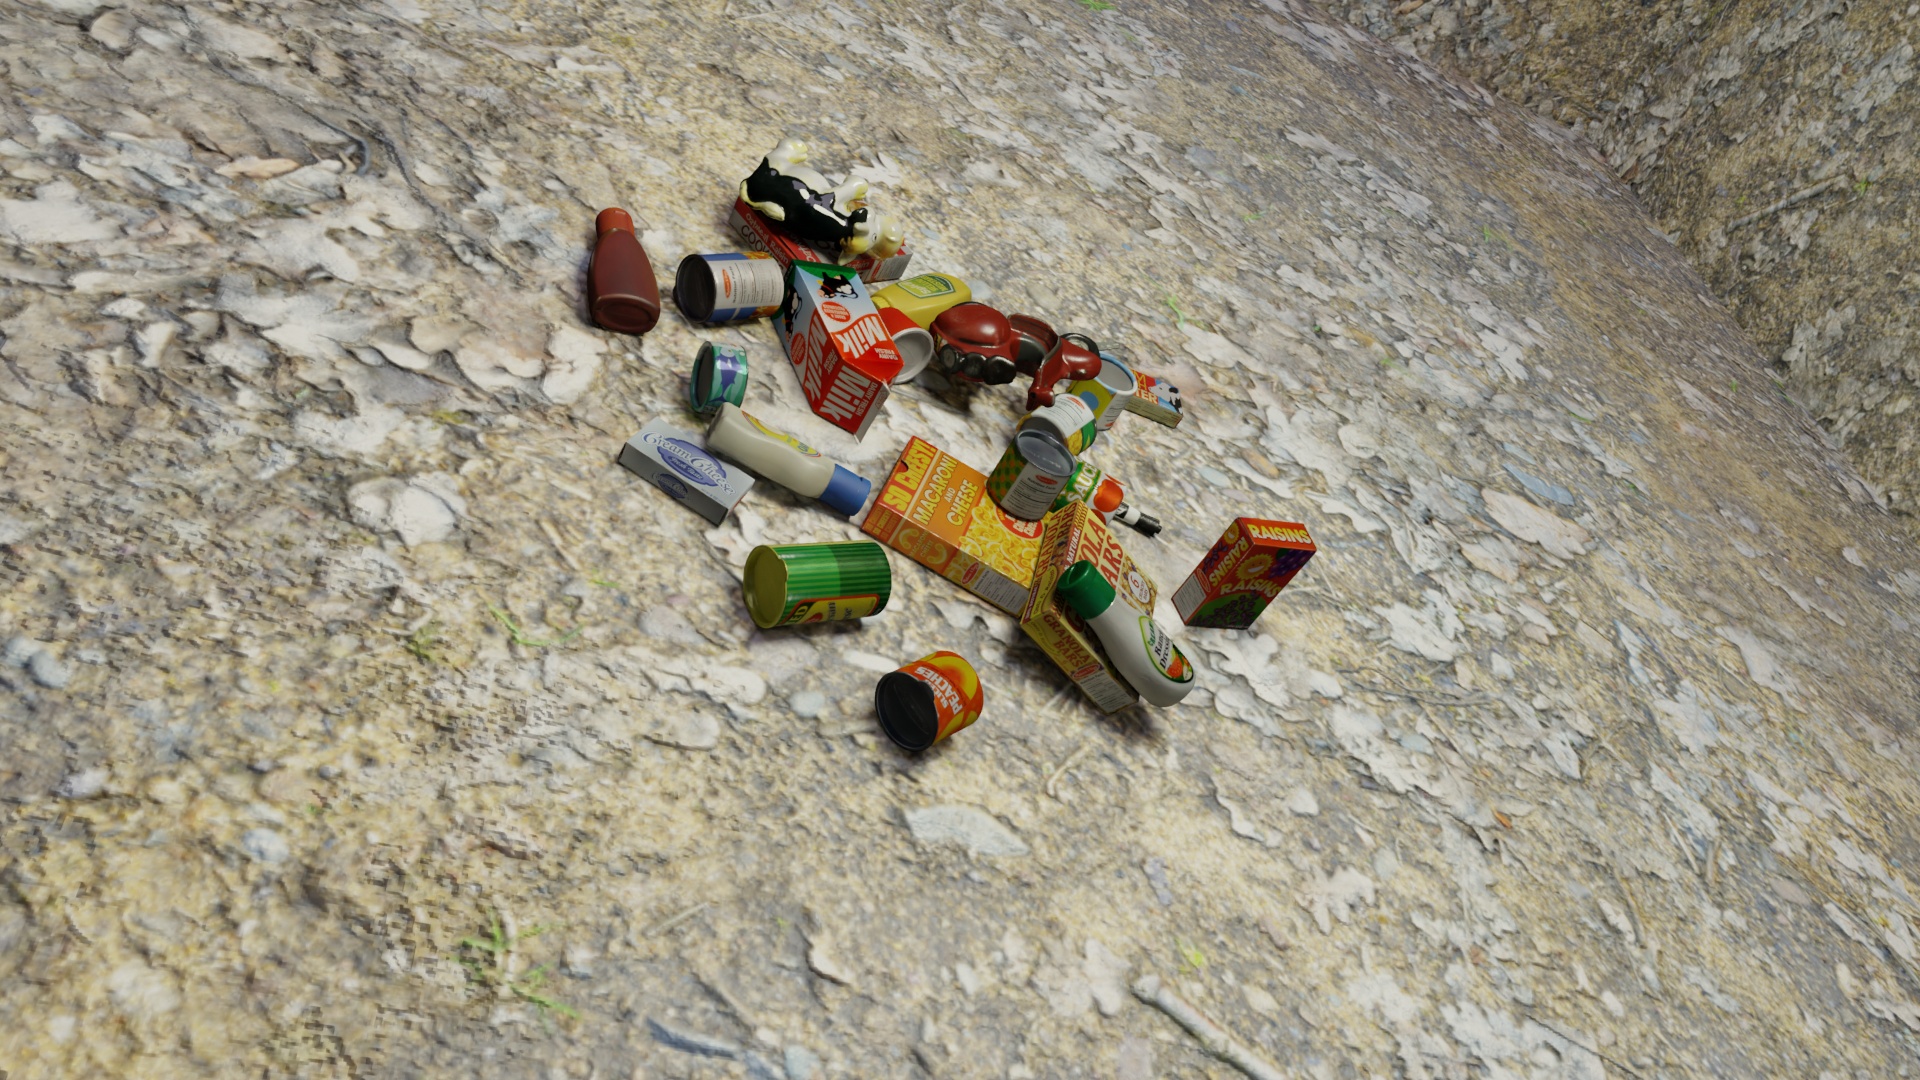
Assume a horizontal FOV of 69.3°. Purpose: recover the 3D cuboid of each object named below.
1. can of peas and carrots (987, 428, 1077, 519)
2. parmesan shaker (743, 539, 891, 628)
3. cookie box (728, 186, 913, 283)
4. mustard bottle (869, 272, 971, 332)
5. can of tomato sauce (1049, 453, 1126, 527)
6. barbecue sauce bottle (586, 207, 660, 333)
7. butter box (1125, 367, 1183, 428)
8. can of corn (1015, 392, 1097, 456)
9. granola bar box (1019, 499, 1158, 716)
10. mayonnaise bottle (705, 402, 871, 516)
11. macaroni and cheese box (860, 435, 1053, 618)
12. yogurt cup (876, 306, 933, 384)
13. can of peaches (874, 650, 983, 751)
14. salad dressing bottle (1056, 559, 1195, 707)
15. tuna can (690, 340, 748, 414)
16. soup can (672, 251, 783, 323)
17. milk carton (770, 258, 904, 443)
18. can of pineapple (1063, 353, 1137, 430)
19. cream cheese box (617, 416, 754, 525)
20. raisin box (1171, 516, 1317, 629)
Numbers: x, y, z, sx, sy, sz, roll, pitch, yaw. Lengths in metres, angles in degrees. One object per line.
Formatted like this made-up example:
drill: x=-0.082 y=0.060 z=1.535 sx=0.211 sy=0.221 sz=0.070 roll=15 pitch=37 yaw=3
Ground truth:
can of peas and carrots: x=0.067 y=-0.063 z=1.304 sx=0.071 sy=0.058 sz=0.071 roll=22 pitch=34 yaw=-16
parmesan shaker: x=-0.114 y=0.033 z=1.126 sx=0.103 sy=0.071 sz=0.071 roll=-3 pitch=50 yaw=-38
cookie box: x=-0.151 y=-0.333 z=1.521 sx=0.168 sy=0.040 sz=0.123 roll=-19 pitch=61 yaw=-45
mustard bottle: x=-0.059 y=-0.247 z=1.483 sx=0.065 sy=0.048 sz=0.161 roll=34 pitch=39 yaw=29
can of tomato sauce: x=0.113 y=-0.048 z=1.375 sx=0.083 sy=0.070 sz=0.071 roll=30 pitch=38 yaw=-4
barbecue sauce bottle: x=-0.323 y=-0.260 z=1.319 sx=0.065 sy=0.043 sz=0.149 roll=9 pitch=43 yaw=-28
butter box: x=0.208 y=-0.171 z=1.611 sx=0.103 sy=0.024 sz=0.053 roll=19 pitch=40 yaw=-17
can of corn: x=0.098 y=-0.109 z=1.435 sx=0.071 sy=0.070 sz=0.058 roll=42 pitch=44 yaw=11
granola bar box: x=0.119 y=0.058 z=1.257 sx=0.124 sy=0.039 sz=0.166 roll=46 pitch=34 yaw=-20
mayonnaise bottle: x=-0.151 y=-0.070 z=1.226 sx=0.148 sy=0.041 sz=0.065 roll=27 pitch=12 yaw=-17
macaroni and cheese box: x=0.005 y=-0.016 z=1.287 sx=0.166 sy=0.040 sz=0.124 roll=30 pitch=37 yaw=-5
yogurt cup: x=-0.069 y=-0.202 z=1.420 sx=0.072 sy=0.072 sz=0.054 roll=-6 pitch=44 yaw=-39
can of peaches: x=-0.023 y=0.124 z=1.092 sx=0.058 sy=0.071 sz=0.071 roll=-20 pitch=61 yaw=-47
salad dressing bottle: x=0.141 y=0.079 z=1.190 sx=0.147 sy=0.044 sz=0.064 roll=47 pitch=34 yaw=-18
tuna can: x=-0.218 y=-0.143 z=1.250 sx=0.033 sy=0.070 sz=0.071 roll=7 pitch=45 yaw=-29
soup can: x=-0.227 y=-0.248 z=1.358 sx=0.084 sy=0.071 sz=0.071 roll=-14 pitch=58 yaw=-45
milk carton: x=-0.117 y=-0.186 z=1.360 sx=0.073 sy=0.072 sz=0.191 roll=1 pitch=48 yaw=-35
can of pineapple: x=0.153 y=-0.166 z=1.541 sx=0.071 sy=0.057 sz=0.071 roll=19 pitch=40 yaw=-17
cream cheese box: x=-0.232 y=-0.060 z=1.181 sx=0.104 sy=0.024 sz=0.054 roll=33 pitch=36 yaw=-1
raisin box: x=0.277 y=0.033 z=1.360 sx=0.086 sy=0.122 sz=0.040 roll=6 pitch=46 yaw=-30
